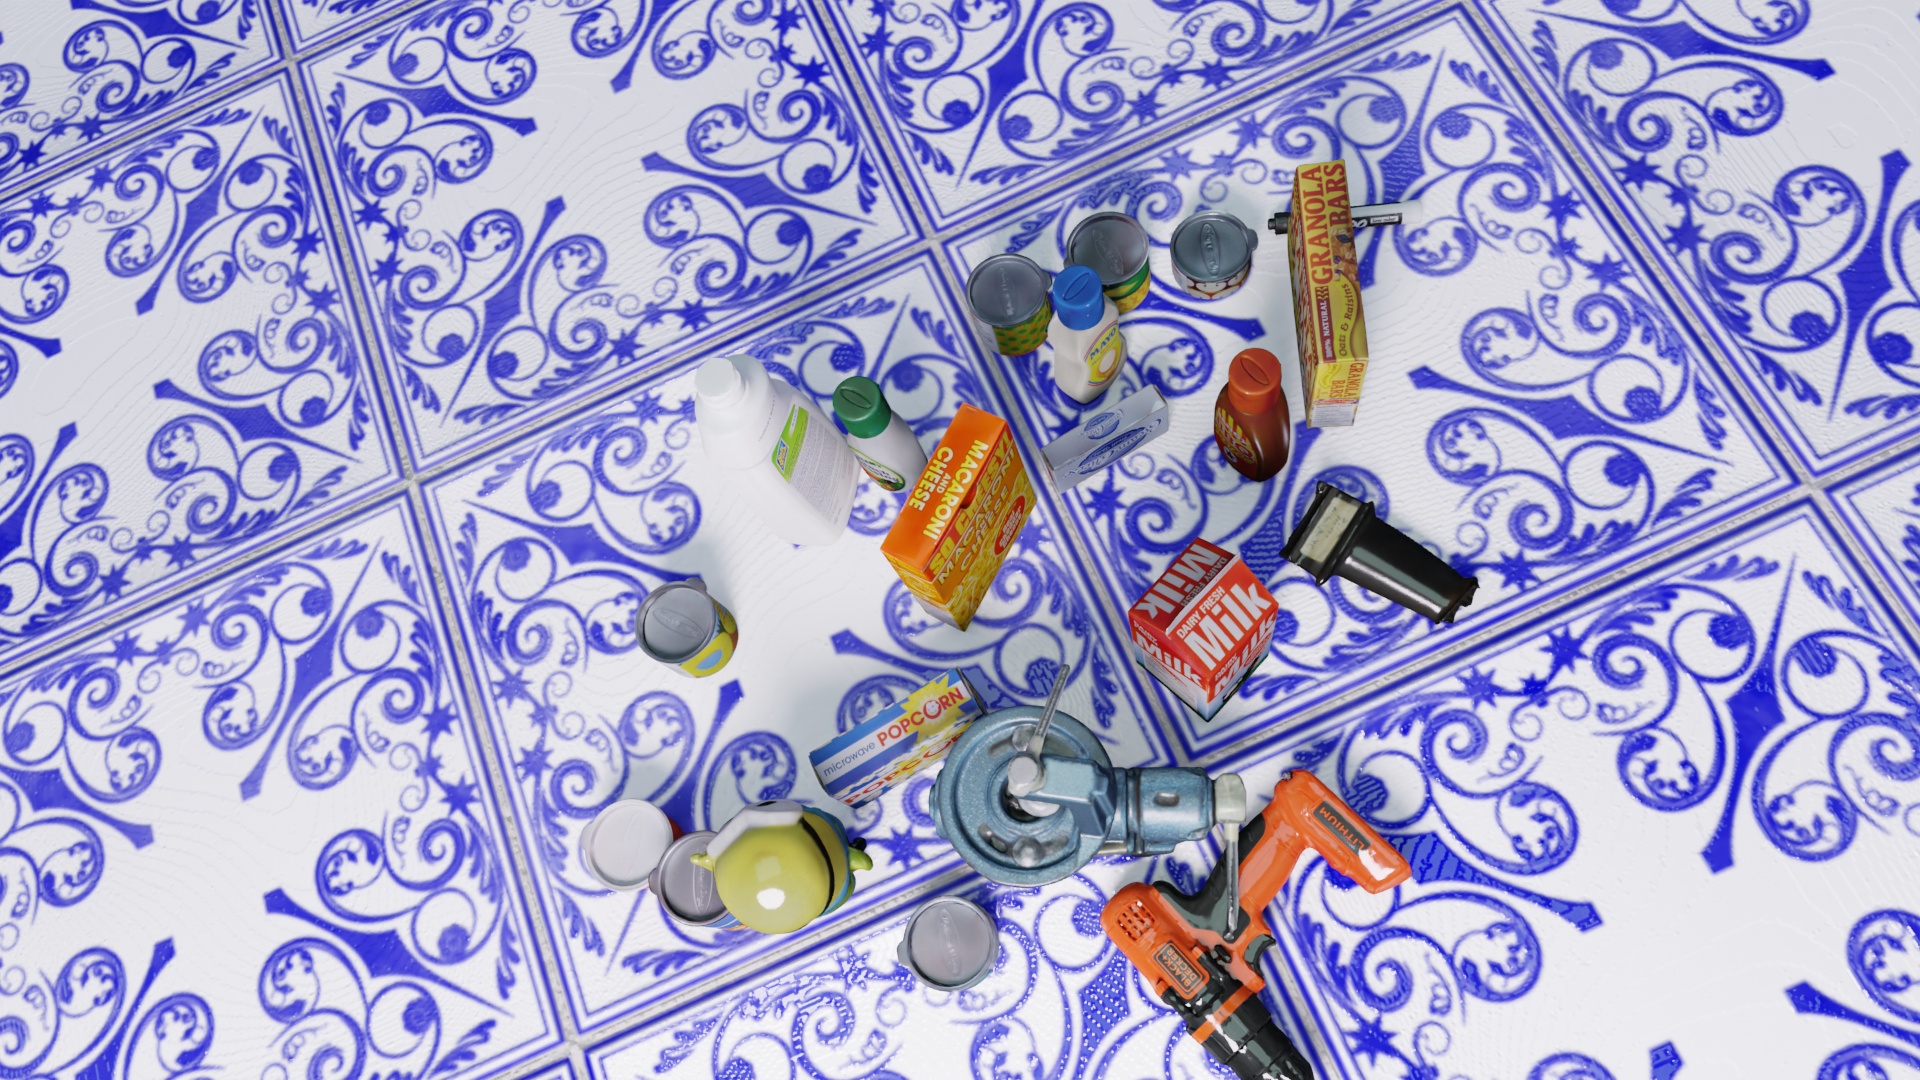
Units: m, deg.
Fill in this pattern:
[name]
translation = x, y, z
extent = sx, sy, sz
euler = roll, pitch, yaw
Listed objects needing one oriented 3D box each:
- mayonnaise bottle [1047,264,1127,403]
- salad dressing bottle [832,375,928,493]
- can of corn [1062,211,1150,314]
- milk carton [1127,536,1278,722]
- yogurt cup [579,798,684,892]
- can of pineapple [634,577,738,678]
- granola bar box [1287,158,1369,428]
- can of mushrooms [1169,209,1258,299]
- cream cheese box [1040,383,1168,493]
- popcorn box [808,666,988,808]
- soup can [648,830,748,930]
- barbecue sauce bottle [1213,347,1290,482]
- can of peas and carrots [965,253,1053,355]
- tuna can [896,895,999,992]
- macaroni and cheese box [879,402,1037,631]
[mayonnaise bottle]
translation = 0.096, -0.160, 1.069
extent = 0.041, 0.147, 0.065
euler = 39, 82, 19
[salad dressing bottle]
translation = -0.063, -0.082, 1.070
extent = 0.064, 0.147, 0.044
euler = 31, 80, 18
[can of corn]
translation = 0.119, -0.224, 1.134
extent = 0.071, 0.058, 0.071
euler = -3, 71, 9
[milk carton]
translation = 0.167, 0.060, 0.959
extent = 0.073, 0.190, 0.072
euler = 41, 83, 19
[yogurt cup]
translation = -0.241, 0.232, 1.046
extent = 0.072, 0.054, 0.072
euler = -3, 71, 9
[can of pineapple]
translation = -0.213, 0.070, 1.094
extent = 0.071, 0.057, 0.071
euler = -3, 71, 9
[granola bar box]
translation = 0.277, -0.184, 1.058
extent = 0.039, 0.124, 0.166
euler = -4, 71, 9
[can of mushrooms]
translation = 0.207, -0.233, 1.135
extent = 0.071, 0.033, 0.071
euler = -3, 71, 9
[cream cheese box]
translation = 0.114, -0.079, 1.089
extent = 0.104, 0.053, 0.024
euler = -31, 70, -1
[popcorn box]
translation = -0.041, 0.147, 1.023
extent = 0.127, 0.085, 0.038
euler = -30, 70, -1
[soup can]
translation = -0.179, 0.249, 1.013
extent = 0.071, 0.083, 0.071
euler = -3, 72, 9
[barbecue sauce bottle]
translation = 0.216, -0.095, 1.026
extent = 0.044, 0.148, 0.065
euler = -37, 70, -3
[can of peas and carrots]
translation = 0.043, -0.193, 1.137
extent = 0.071, 0.058, 0.071
euler = -3, 71, 9
[tuna can]
translation = -0.008, 0.290, 0.997
extent = 0.071, 0.032, 0.071
euler = -3, 71, 9
[macaroni and cheese box]
translation = 0.004, -0.013, 1.026
extent = 0.040, 0.166, 0.124
euler = 26, 78, 17
